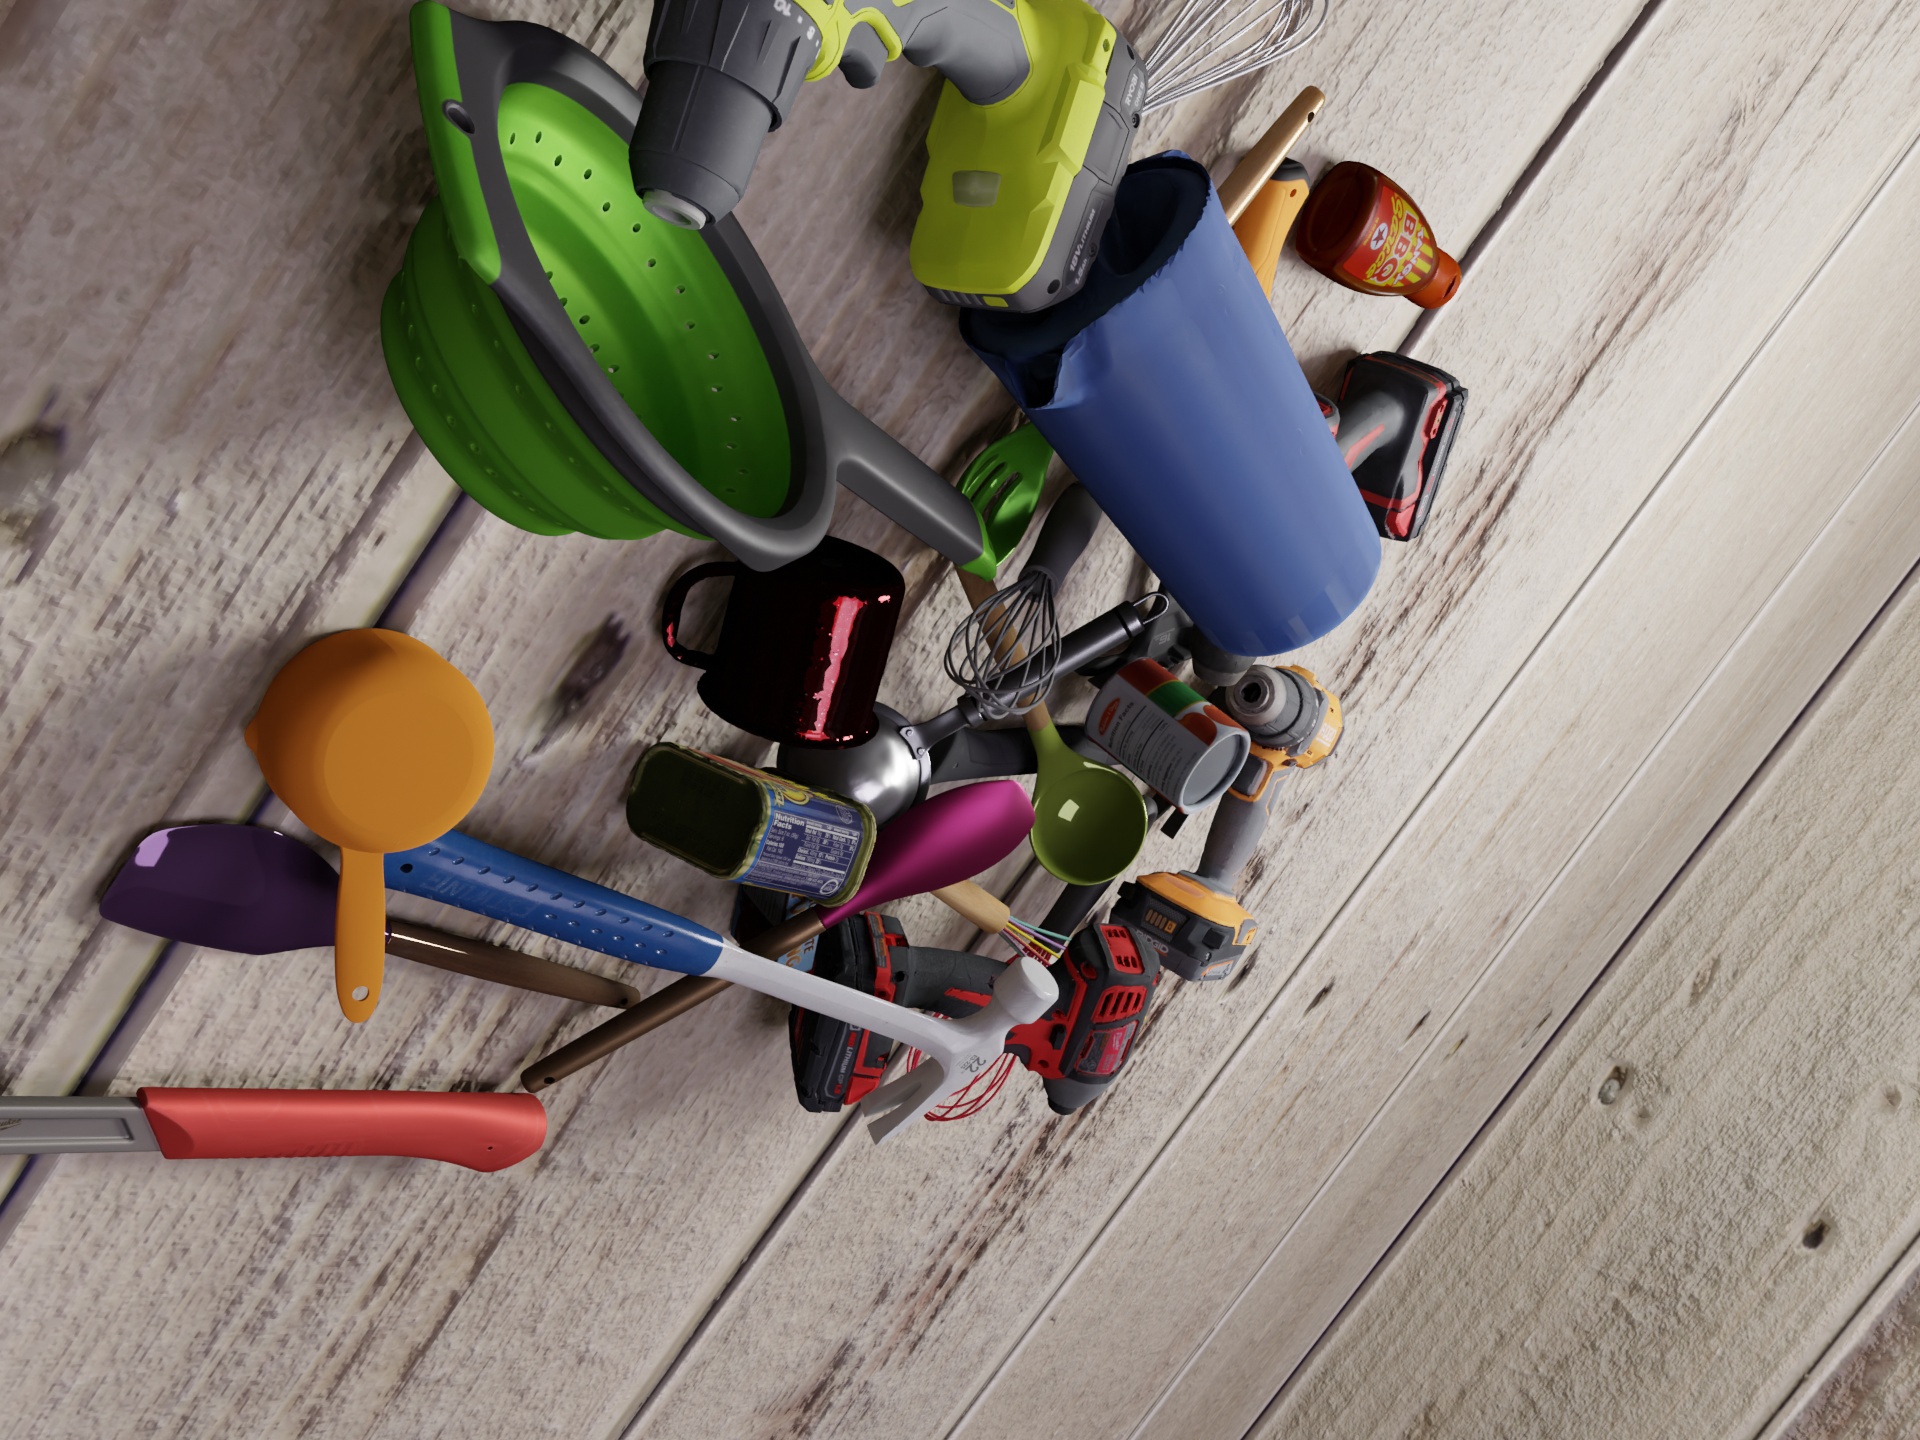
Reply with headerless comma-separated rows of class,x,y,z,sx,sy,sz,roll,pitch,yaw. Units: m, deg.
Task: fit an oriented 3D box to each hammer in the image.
hammer,0.145,-0.170,0.959,0.127,0.034,0.336,-23,137,-37
hammer,-0.126,0.130,0.830,0.405,0.035,0.144,28,113,-39
hammer,0.084,0.022,1.068,0.334,0.035,0.146,-3,123,-48
hammer,-0.333,0.178,0.734,0.358,0.037,0.149,20,106,-54

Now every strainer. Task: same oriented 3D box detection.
strainer,-0.001,-0.003,0.861,0.258,0.050,0.086,-30,105,6

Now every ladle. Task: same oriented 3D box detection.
ladle,0.044,-0.007,0.919,0.078,0.062,0.319,-30,140,-3

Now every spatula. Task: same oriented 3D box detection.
spatula,-0.259,0.106,0.767,0.060,0.018,0.315,-55,145,1

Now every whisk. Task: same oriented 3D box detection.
whisk,0.042,0.141,1.049,0.244,0.047,0.051,38,100,-31
whisk,0.050,0.172,1.126,0.073,0.073,0.296,16,113,-54
whisk,0.080,-0.293,0.761,0.246,0.059,0.057,-40,172,-8
whisk,0.044,-0.073,0.836,0.239,0.055,0.055,-62,166,-53

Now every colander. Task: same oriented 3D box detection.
colander,-0.102,-0.115,0.646,0.094,0.205,0.396,-25,157,19

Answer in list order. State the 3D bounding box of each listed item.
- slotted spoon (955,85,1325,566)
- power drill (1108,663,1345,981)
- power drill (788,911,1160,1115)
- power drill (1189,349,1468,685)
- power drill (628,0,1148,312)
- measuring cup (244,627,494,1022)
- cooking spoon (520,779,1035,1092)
slotted spoon,0.091,-0.210,0.852,0.314,0.031,0.070,-51,146,4
power drill,0.187,0.065,1.104,0.226,0.084,0.185,-64,156,3
power drill,0.008,0.192,1.011,0.219,0.079,0.143,6,122,-16
power drill,0.222,-0.132,1.002,0.226,0.080,0.187,-29,138,-46
power drill,-0.027,-0.249,0.617,0.228,0.080,0.190,20,87,-55
measuring cup,-0.240,0.051,0.657,0.095,0.052,0.173,-2,103,-36
cooking spoon,-0.100,0.122,0.879,0.319,0.017,0.068,-29,130,-2
